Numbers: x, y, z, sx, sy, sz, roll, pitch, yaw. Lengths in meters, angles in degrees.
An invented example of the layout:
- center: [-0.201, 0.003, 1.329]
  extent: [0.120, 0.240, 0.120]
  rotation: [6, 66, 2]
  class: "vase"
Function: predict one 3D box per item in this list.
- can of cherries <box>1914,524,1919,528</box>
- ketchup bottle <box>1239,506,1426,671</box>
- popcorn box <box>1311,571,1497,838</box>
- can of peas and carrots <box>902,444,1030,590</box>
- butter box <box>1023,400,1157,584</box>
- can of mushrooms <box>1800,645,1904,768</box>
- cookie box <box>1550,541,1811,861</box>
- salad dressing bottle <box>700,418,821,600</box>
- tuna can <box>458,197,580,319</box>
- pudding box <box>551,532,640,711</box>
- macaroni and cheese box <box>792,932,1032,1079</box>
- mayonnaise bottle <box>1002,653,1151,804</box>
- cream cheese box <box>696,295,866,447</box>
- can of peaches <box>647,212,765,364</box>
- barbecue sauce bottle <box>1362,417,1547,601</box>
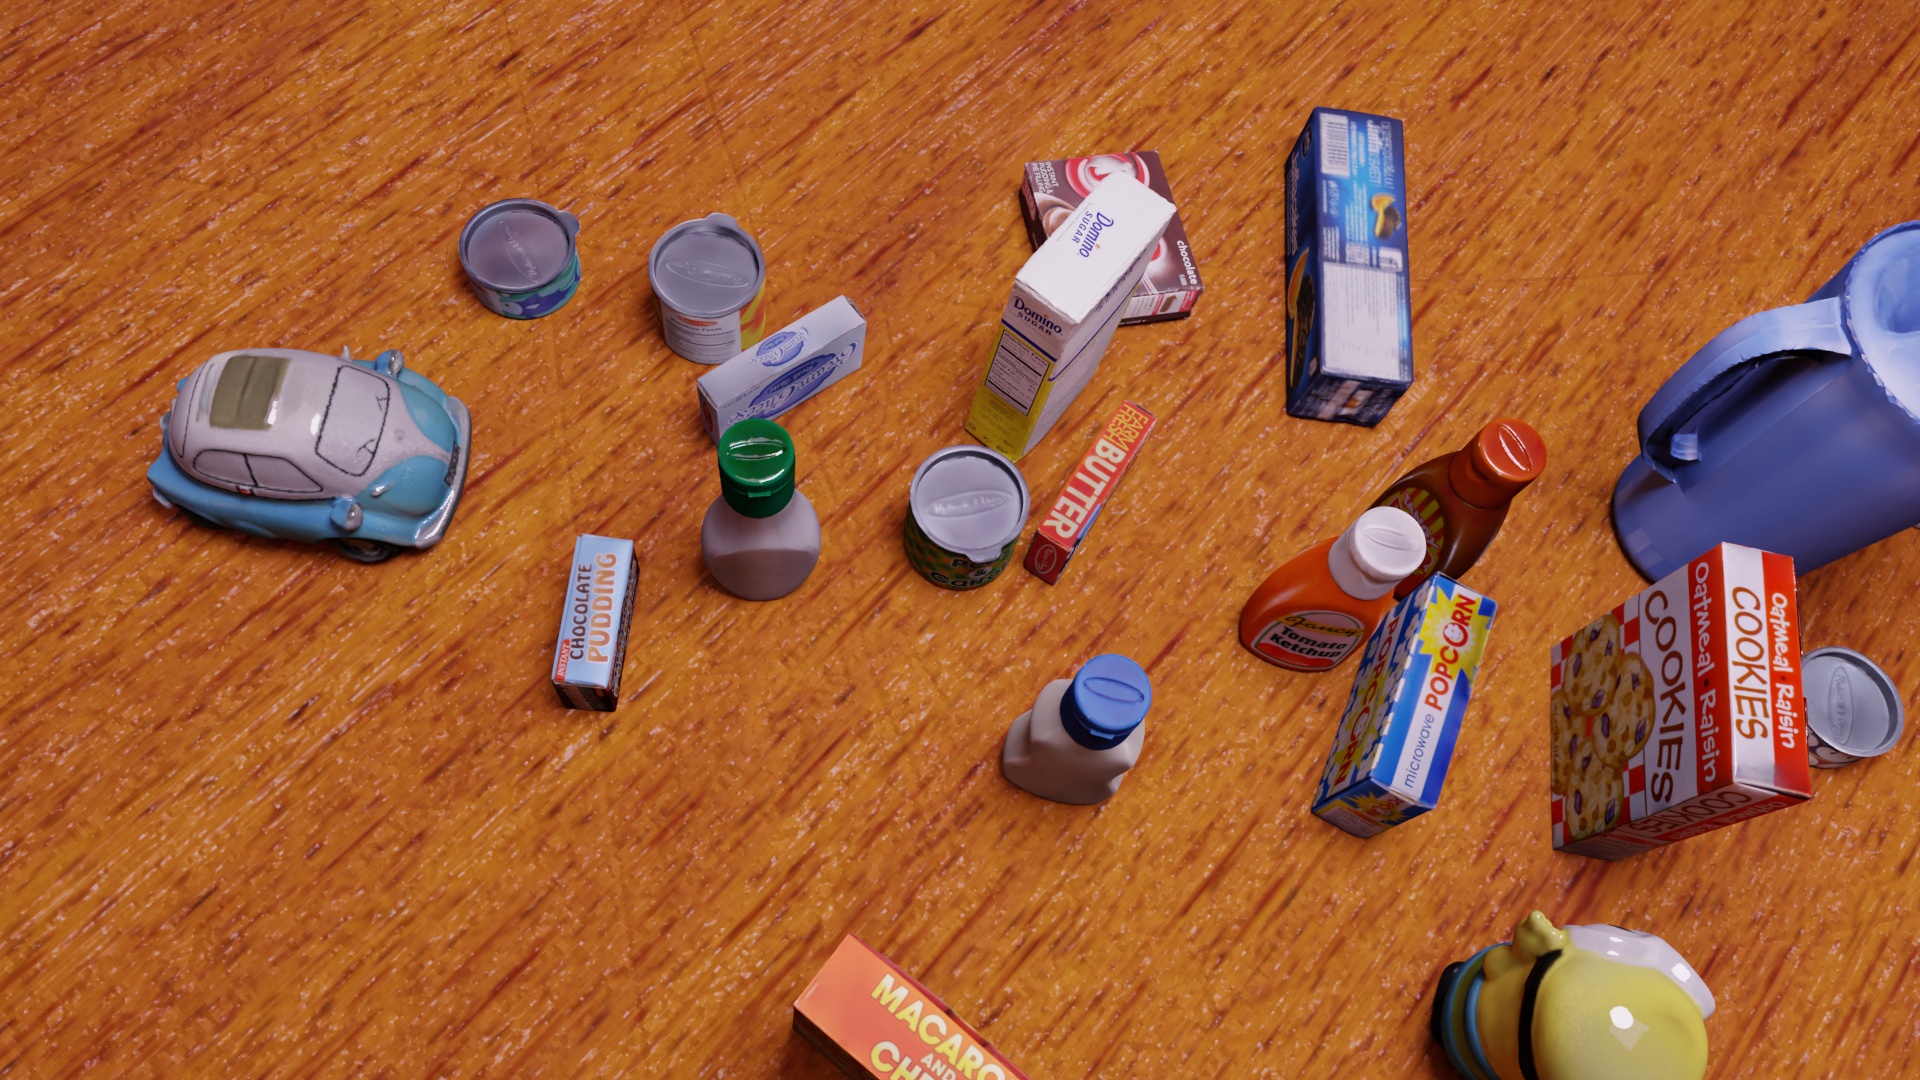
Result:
- center: [0.623, -0.049, 0.874]
  extent: [0.071, 0.058, 0.072]
  rotation: [3, 67, -6]
  class: "can of cherries"
- center: [0.199, 0.027, 0.738]
  extent: [0.065, 0.148, 0.044]
  rotation: [15, 66, -1]
  class: "ketchup bottle"
- center: [0.238, 0.091, 0.750]
  extent: [0.038, 0.085, 0.127]
  rotation: [25, 66, 4]
  class: "popcorn box"
- center: [0.003, -0.010, 0.777]
  extent: [0.071, 0.058, 0.071]
  rotation: [3, 67, -6]
  class: "can of peas and carrots"
- center: [0.074, -0.028, 0.797]
  extent: [0.024, 0.053, 0.104]
  rotation: [32, 67, 7]
  class: "butter box"
- center: [0.505, 0.097, 0.810]
  extent: [0.071, 0.033, 0.071]
  rotation: [3, 67, -6]
  class: "can of mushrooms"
- center: [0.367, 0.089, 0.722]
  extent: [0.040, 0.166, 0.123]
  rotation: [12, 66, -2]
  class: "cookie box"
- center: [-0.103, -0.014, 0.717]
  extent: [0.064, 0.147, 0.044]
  rotation: [-4, 68, -9]
  class: "salad dressing bottle"
- center: [-0.258, -0.168, 0.826]
  extent: [0.071, 0.032, 0.071]
  rotation: [3, 67, -6]
  class: "tuna can"
- center: [-0.192, 0.043, 0.734]
  extent: [0.030, 0.049, 0.084]
  rotation: [6, 66, -5]
  class: "pudding box"
- center: [-0.016, 0.234, 0.611]
  extent: [0.124, 0.165, 0.040]
  rotation: [38, 68, 9]
  class: "macaroni and cheese box"
- center: [0.061, 0.095, 0.691]
  extent: [0.065, 0.147, 0.041]
  rotation: [15, 66, -1]
  class: "mayonnaise bottle"
- center: [-0.103, -0.097, 0.804]
  extent: [0.104, 0.053, 0.024]
  rotation: [-34, 75, -19]
  class: "cream cheese box"
- center: [-0.147, -0.147, 0.817]
  extent: [0.071, 0.057, 0.071]
  rotation: [3, 67, -6]
  class: "can of peaches"
- center: [0.271, -0.019, 0.767]
  extent: [0.044, 0.148, 0.065]
  rotation: [-20, 71, -15]
  class: "barbecue sauce bottle"
